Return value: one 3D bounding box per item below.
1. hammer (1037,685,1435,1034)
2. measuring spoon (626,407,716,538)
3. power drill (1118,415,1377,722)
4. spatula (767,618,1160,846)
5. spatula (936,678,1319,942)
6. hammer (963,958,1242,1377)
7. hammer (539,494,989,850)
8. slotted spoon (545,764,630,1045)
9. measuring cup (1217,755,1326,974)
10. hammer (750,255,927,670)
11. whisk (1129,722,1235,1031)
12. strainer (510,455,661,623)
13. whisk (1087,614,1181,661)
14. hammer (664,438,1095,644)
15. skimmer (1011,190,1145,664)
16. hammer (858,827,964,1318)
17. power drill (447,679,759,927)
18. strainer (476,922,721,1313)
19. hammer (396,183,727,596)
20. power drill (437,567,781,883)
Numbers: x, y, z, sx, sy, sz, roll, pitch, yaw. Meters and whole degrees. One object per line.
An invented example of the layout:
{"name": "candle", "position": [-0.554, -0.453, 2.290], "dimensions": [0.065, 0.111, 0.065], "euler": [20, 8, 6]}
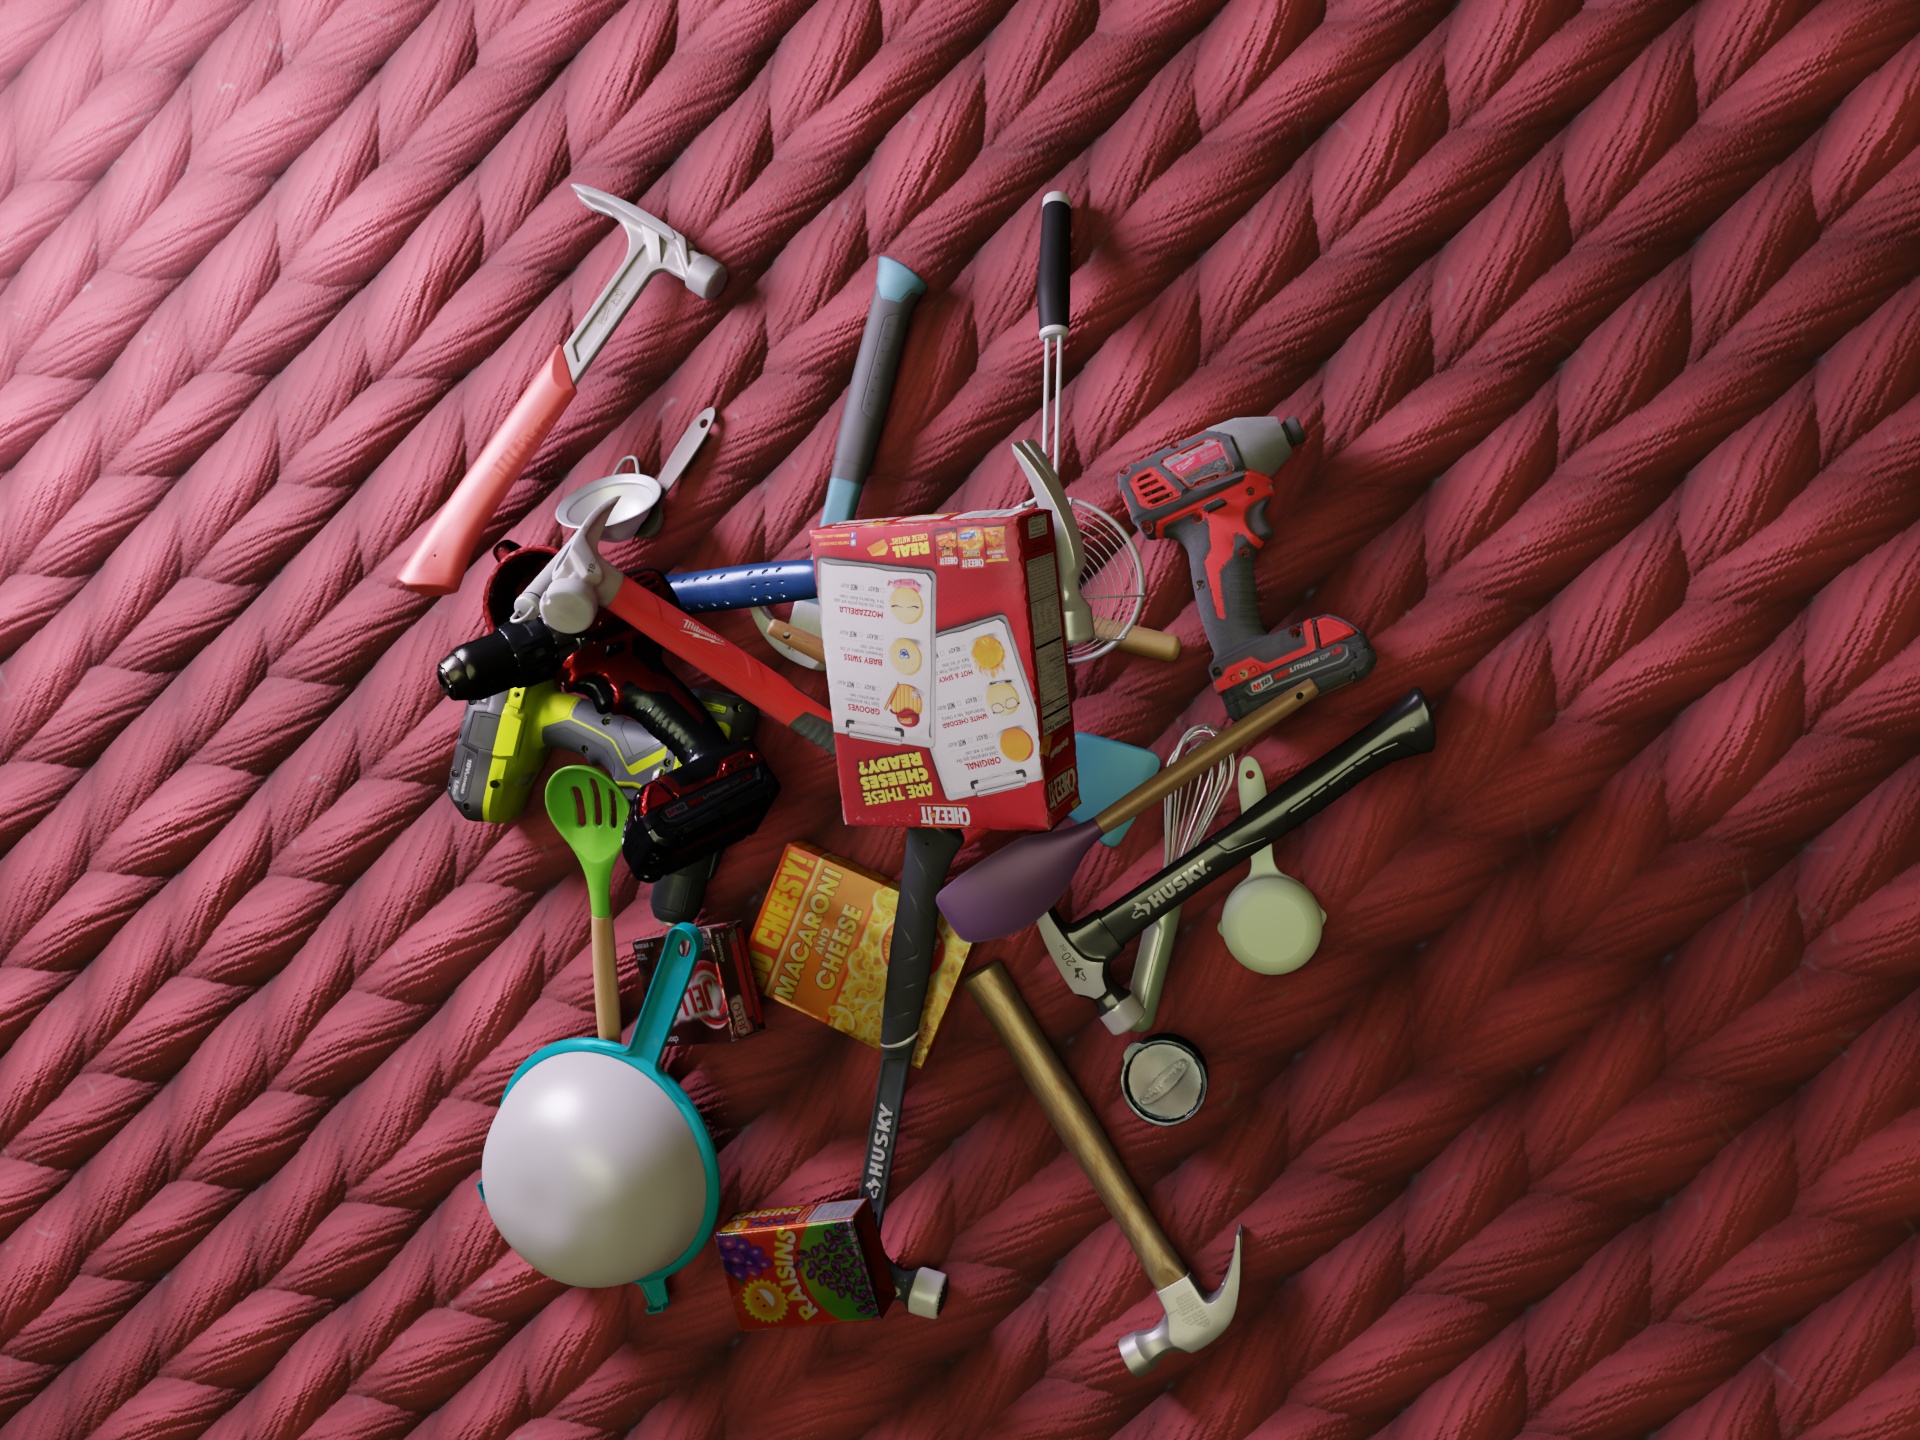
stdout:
{"name": "hammer", "position": [0.202, 0.083, 1.166], "dimensions": [0.335, 0.035, 0.146], "euler": [-37, 93, 12]}
{"name": "measuring spoon", "position": [-0.233, -0.202, 1.309], "dimensions": [0.034, 0.018, 0.124], "euler": [32, 89, 30]}
{"name": "power drill", "position": [0.221, -0.118, 1.191], "dimensions": [0.143, 0.078, 0.220], "euler": [-24, 82, 10]}
{"name": "spatula", "position": [-0.002, -0.004, 1.218], "dimensions": [0.317, 0.044, 0.082], "euler": [25, 98, -13]}
{"name": "spatula", "position": [0.123, 0.064, 1.150], "dimensions": [0.316, 0.018, 0.060], "euler": [-35, 93, 7]}
{"name": "hammer", "position": [0.105, 0.333, 1.234], "dimensions": [0.130, 0.031, 0.331], "euler": [-33, 84, 10]}
{"name": "hammer", "position": [-0.130, -0.023, 1.200], "dimensions": [0.386, 0.143, 0.038], "euler": [34, 122, -20]}
{"name": "slotted spoon", "position": [-0.286, 0.176, 1.265], "dimensions": [0.070, 0.031, 0.313], "euler": [4, 111, 10]}
{"name": "measuring cup", "position": [0.229, 0.111, 1.205], "dimensions": [0.083, 0.038, 0.167], "euler": [-8, 91, 11]}
{"name": "hammer", "position": [-0.085, -0.204, 1.270], "dimensions": [0.128, 0.033, 0.331], "euler": [15, 93, 10]}
{"name": "whisk", "position": [0.162, 0.121, 1.216], "dimensions": [0.058, 0.059, 0.246], "euler": [20, 100, 49]}
{"name": "strainer", "position": [-0.292, -0.133, 1.224], "dimensions": [0.087, 0.259, 0.050], "euler": [-3, 120, 13]}
{"name": "whisk", "position": [0.049, -0.080, 1.232], "dimensions": [0.245, 0.047, 0.051], "euler": [14, 107, 3]}
{"name": "hammer", "position": [-0.093, -0.115, 1.198], "dimensions": [0.405, 0.035, 0.144], "euler": [-4, 101, 31]}
{"name": "skimmer", "position": [0.077, -0.227, 1.214], "dimensions": [0.127, 0.090, 0.363], "euler": [-4, 71, 19]}
{"name": "hammer", "position": [-0.054, 0.261, 1.224], "dimensions": [0.149, 0.036, 0.409], "euler": [13, 105, 13]}
{"name": "power drill", "position": [-0.288, 0.052, 1.288], "dimensions": [0.228, 0.080, 0.190], "euler": [14, 92, 8]}
{"name": "strainer", "position": [-0.279, 0.311, 1.233], "dimensions": [0.211, 0.095, 0.340], "euler": [28, 112, 14]}
{"name": "hammer", "position": [-0.345, -0.258, 1.282], "dimensions": [0.149, 0.036, 0.359], "euler": [32, 83, 9]}
{"name": "power drill", "position": [-0.258, 0.004, 1.176], "dimensions": [0.188, 0.080, 0.227], "euler": [-25, 75, -31]}
